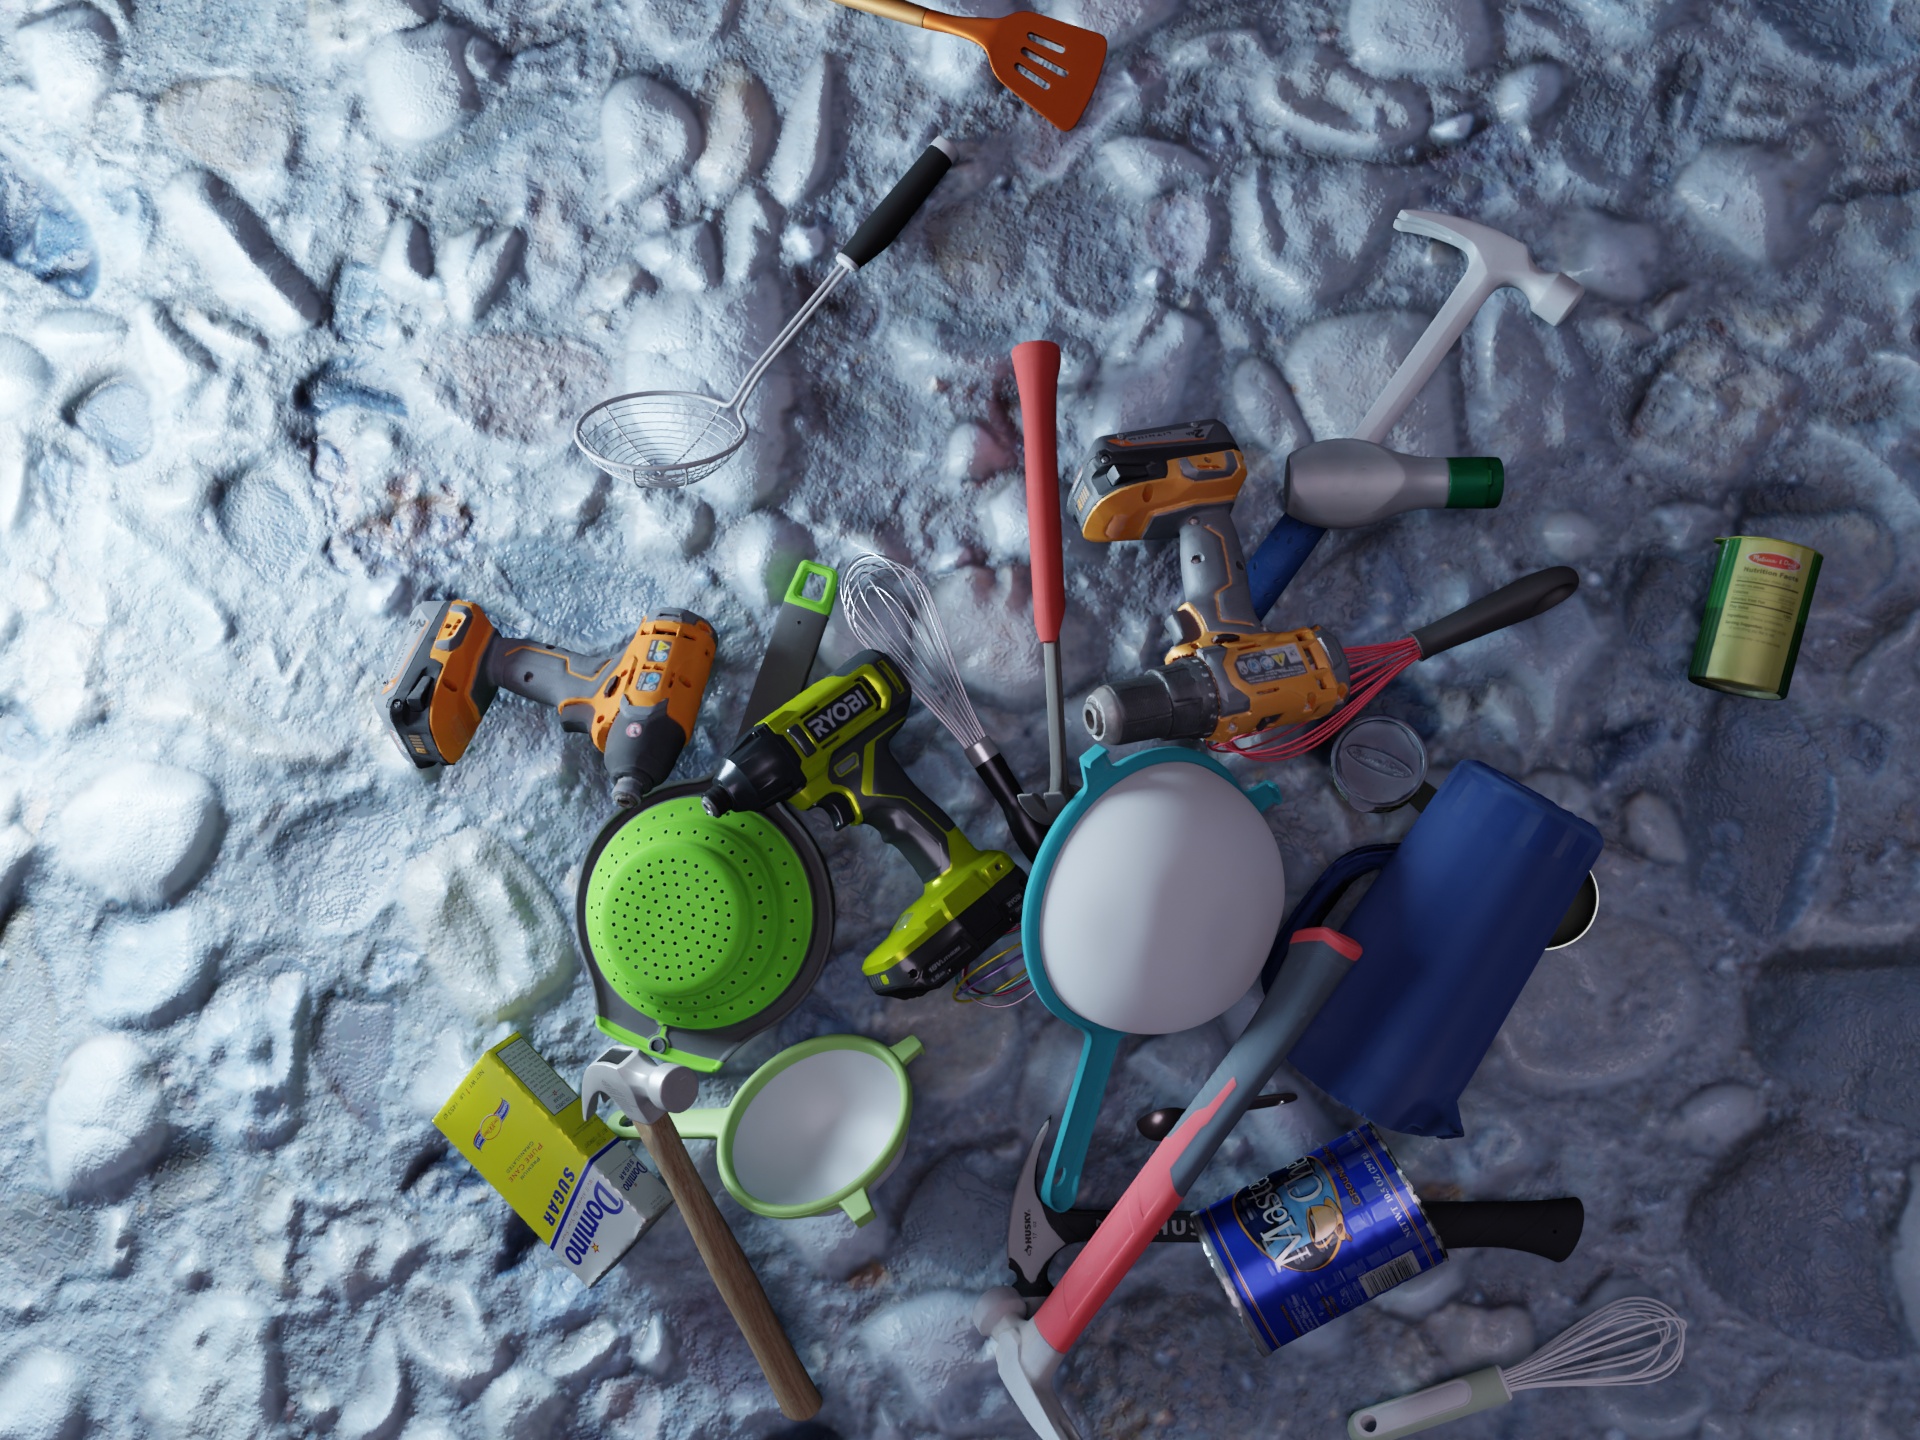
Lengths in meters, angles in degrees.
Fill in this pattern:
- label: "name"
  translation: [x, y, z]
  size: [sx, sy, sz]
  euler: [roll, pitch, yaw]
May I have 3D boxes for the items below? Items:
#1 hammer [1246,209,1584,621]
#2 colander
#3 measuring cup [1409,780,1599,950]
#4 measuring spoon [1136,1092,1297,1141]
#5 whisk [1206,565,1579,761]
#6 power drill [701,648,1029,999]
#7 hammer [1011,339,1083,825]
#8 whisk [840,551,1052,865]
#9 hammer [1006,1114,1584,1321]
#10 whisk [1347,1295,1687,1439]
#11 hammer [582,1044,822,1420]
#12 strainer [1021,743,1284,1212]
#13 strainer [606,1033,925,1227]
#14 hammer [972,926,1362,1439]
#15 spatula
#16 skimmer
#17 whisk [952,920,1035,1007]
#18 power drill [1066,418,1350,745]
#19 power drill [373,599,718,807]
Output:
- label: "hammer"
  translation: [0.280, -0.191, 1.172]
  size: [0.144, 0.035, 0.405]
  euler: [36, 91, 7]
- label: "colander"
  translation: [-0.174, 0.067, 1.178]
  size: [0.204, 0.094, 0.397]
  euler: [19, 89, 7]
- label: "measuring cup"
  translation: [0.384, 0.097, 1.150]
  size: [0.168, 0.038, 0.083]
  euler: [44, 97, 24]
- label: "measuring spoon"
  translation: [0.187, 0.286, 1.145]
  size: [0.124, 0.034, 0.018]
  euler: [-6, 56, -13]
- label: "whisk"
  translation: [0.312, -0.045, 1.151]
  size: [0.296, 0.073, 0.073]
  euler: [-24, 85, -1]
- label: "power drill"
  translation: [-0.065, 0.082, 1.139]
  size: [0.171, 0.080, 0.223]
  euler: [-37, 91, -25]
- label: "hammer"
  translation: [0.062, -0.104, 1.151]
  size: [0.037, 0.149, 0.359]
  euler: [-5, 80, 13]
- label: "whisk"
  translation: [-0.001, -0.004, 1.184]
  size: [0.070, 0.070, 0.284]
  euler: [-33, 88, 4]
- label: "hammer"
  translation: [0.237, 0.360, 1.147]
  size: [0.409, 0.036, 0.149]
  euler: [-2, 86, 6]
- label: "whisk"
  translation: [0.390, 0.463, 1.119]
  size: [0.246, 0.059, 0.058]
  euler: [-23, 46, 9]
- label: "hammer"
  translation: [-0.175, 0.367, 1.124]
  size: [0.130, 0.031, 0.331]
  euler: [1, 120, 45]
- label: "strainer"
  translation: [0.133, 0.191, 1.085]
  size: [0.095, 0.210, 0.340]
  euler: [22, 98, 51]
- label: "strainer"
  translation: [-0.143, 0.312, 1.174]
  size: [0.256, 0.069, 0.152]
  euler: [-7, 41, 25]
- label: "hammer"
  translation: [0.151, 0.305, 1.054]
  size: [0.386, 0.038, 0.143]
  euler: [-56, 39, 9]
- label: "spatula"
  translation: [-0.047, -0.547, 1.237]
  size: [0.322, 0.041, 0.081]
  euler: [22, 89, 11]
- label: "skimmer"
  translation: [-0.139, -0.316, 1.198]
  size: [0.363, 0.090, 0.127]
  euler: [-50, 52, -1]
- label: "whisk"
  translation: [0.099, 0.142, 1.175]
  size: [0.245, 0.051, 0.047]
  euler: [-31, 119, -1]
- label: "power drill"
  translation: [0.145, -0.088, 1.093]
  size: [0.185, 0.084, 0.226]
  euler: [-12, 67, -18]
- label: "power drill"
  translation: [-0.305, -0.012, 1.176]
  size: [0.226, 0.084, 0.164]
  euler: [4, 52, 7]
